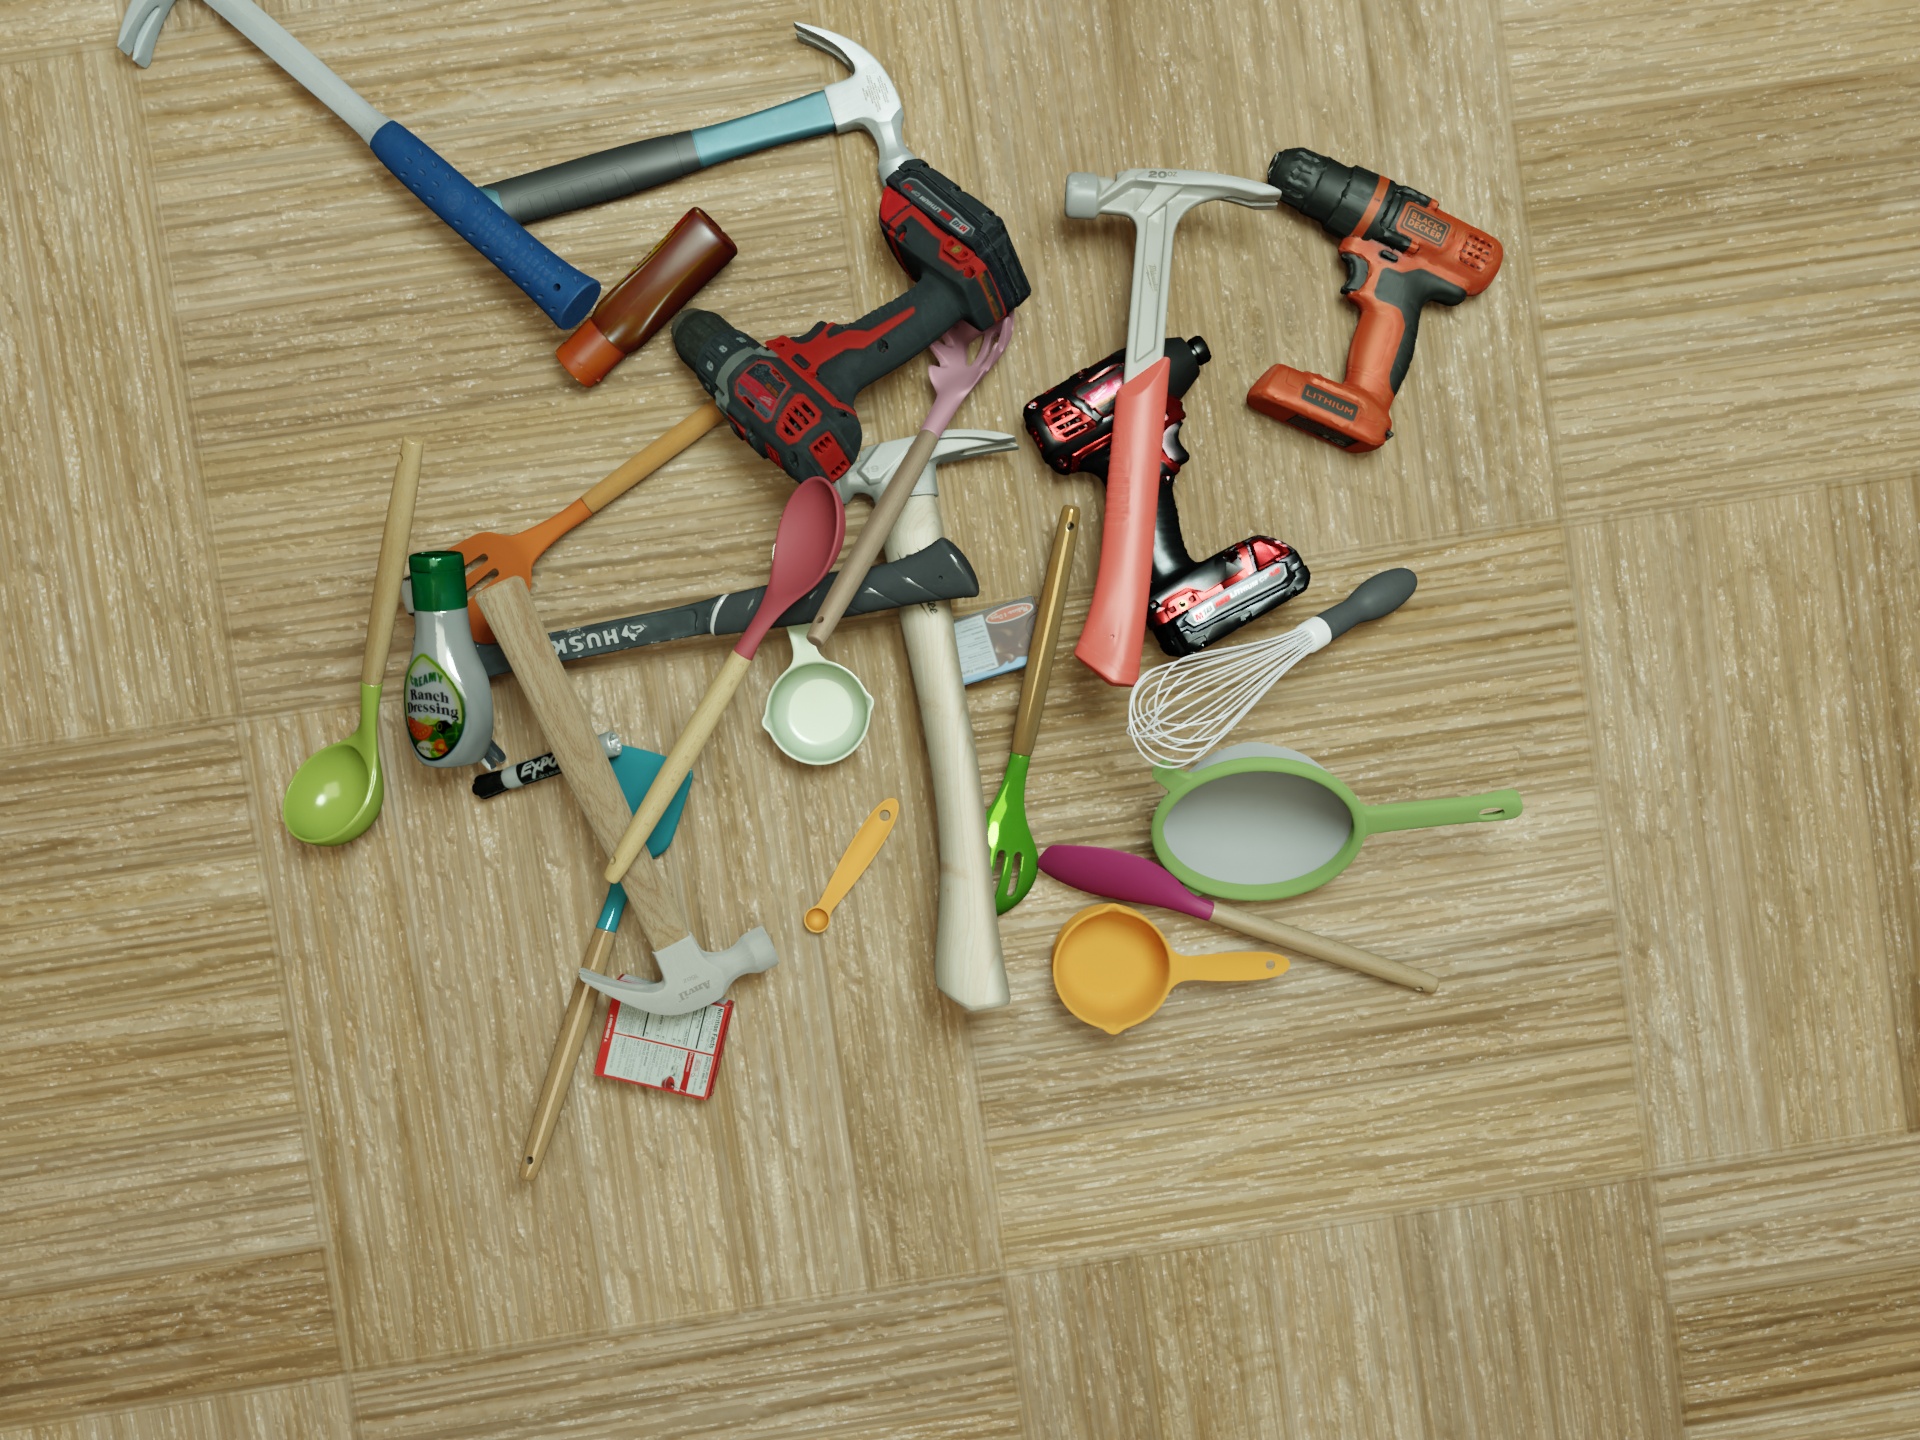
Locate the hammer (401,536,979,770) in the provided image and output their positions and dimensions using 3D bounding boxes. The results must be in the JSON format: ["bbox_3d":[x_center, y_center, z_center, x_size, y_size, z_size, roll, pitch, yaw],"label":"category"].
[{"bbox_3d":[-0.189,-0.066,1.126,0.409,0.036,0.149,-10,104,9],"label":"hammer"}]

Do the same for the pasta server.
[{"bbox_3d":[-0.036,-0.183,1.104,0.060,0.040,0.316,11,60,28],"label":"pasta server"}]

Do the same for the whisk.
[{"bbox_3d":[0.227,-0.046,1.123,0.284,0.070,0.070,-28,93,-27],"label":"whisk"}]

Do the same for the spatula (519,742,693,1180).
[{"bbox_3d":[-0.271,0.176,1.155,0.082,0.044,0.317,14,81,9],"label":"spatula"}]

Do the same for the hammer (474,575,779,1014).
[{"bbox_3d":[-0.255,0.056,1.120,0.130,0.031,0.331,-26,98,-12],"label":"hammer"}]

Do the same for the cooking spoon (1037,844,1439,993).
[{"bbox_3d":[0.209,0.149,1.178,0.319,0.068,0.017,18,55,-7],"label":"cooking spoon"}]

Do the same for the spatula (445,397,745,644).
[{"bbox_3d":[-0.255,-0.172,1.170,0.322,0.041,0.081,-37,94,-4],"label":"spatula"}]

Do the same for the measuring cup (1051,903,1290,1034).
[{"bbox_3d":[0.152,0.178,1.176,0.173,0.052,0.095,-1,92,-3],"label":"measuring cup"}]

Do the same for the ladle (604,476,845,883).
[{"bbox_3d":[-0.161,-0.022,1.081,0.031,0.069,0.315,24,101,-44],"label":"ladle"}]

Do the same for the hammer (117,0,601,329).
[{"bbox_3d":[-0.421,-0.417,1.128,0.405,0.035,0.144,41,91,5],"label":"hammer"}]

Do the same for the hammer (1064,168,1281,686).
[{"bbox_3d":[0.133,-0.202,1.102,0.149,0.036,0.359,5,87,3],"label":"hammer"}]

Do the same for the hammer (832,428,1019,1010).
[{"bbox_3d":[-0.002,-0.004,1.129,0.146,0.038,0.411,-10,82,8],"label":"hammer"}]

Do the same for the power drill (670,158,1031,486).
[{"bbox_3d":[-0.085,-0.287,1.123,0.226,0.080,0.188,-43,60,-4],"label":"power drill"}]

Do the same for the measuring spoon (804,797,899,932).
[{"bbox_3d":[-0.080,0.107,1.190,0.021,0.011,0.117,33,87,-1],"label":"measuring spoon"}]

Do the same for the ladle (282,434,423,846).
[{"bbox_3d":[-0.412,-0.048,1.093,0.078,0.062,0.320,40,123,32],"label":"ladle"}]

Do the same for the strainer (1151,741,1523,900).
[{"bbox_3d":[0.264,0.054,1.139,0.256,0.069,0.151,-6,134,10],"label":"strainer"}]

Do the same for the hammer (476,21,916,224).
[{"bbox_3d":[-0.204,-0.410,1.156,0.331,0.033,0.128,-16,93,-1],"label":"hammer"}]

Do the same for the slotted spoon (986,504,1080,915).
[{"bbox_3d":[0.047,-0.001,1.154,0.070,0.031,0.313,10,100,-13],"label":"slotted spoon"}]

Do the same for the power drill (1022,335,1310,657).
[{"bbox_3d":[0.156,-0.167,1.153,0.143,0.078,0.219,-30,89,0],"label":"power drill"}]

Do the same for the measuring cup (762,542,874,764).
[{"bbox_3d":[-0.113,-0.050,1.169,0.083,0.038,0.167,-12,90,-1],"label":"measuring cup"}]
